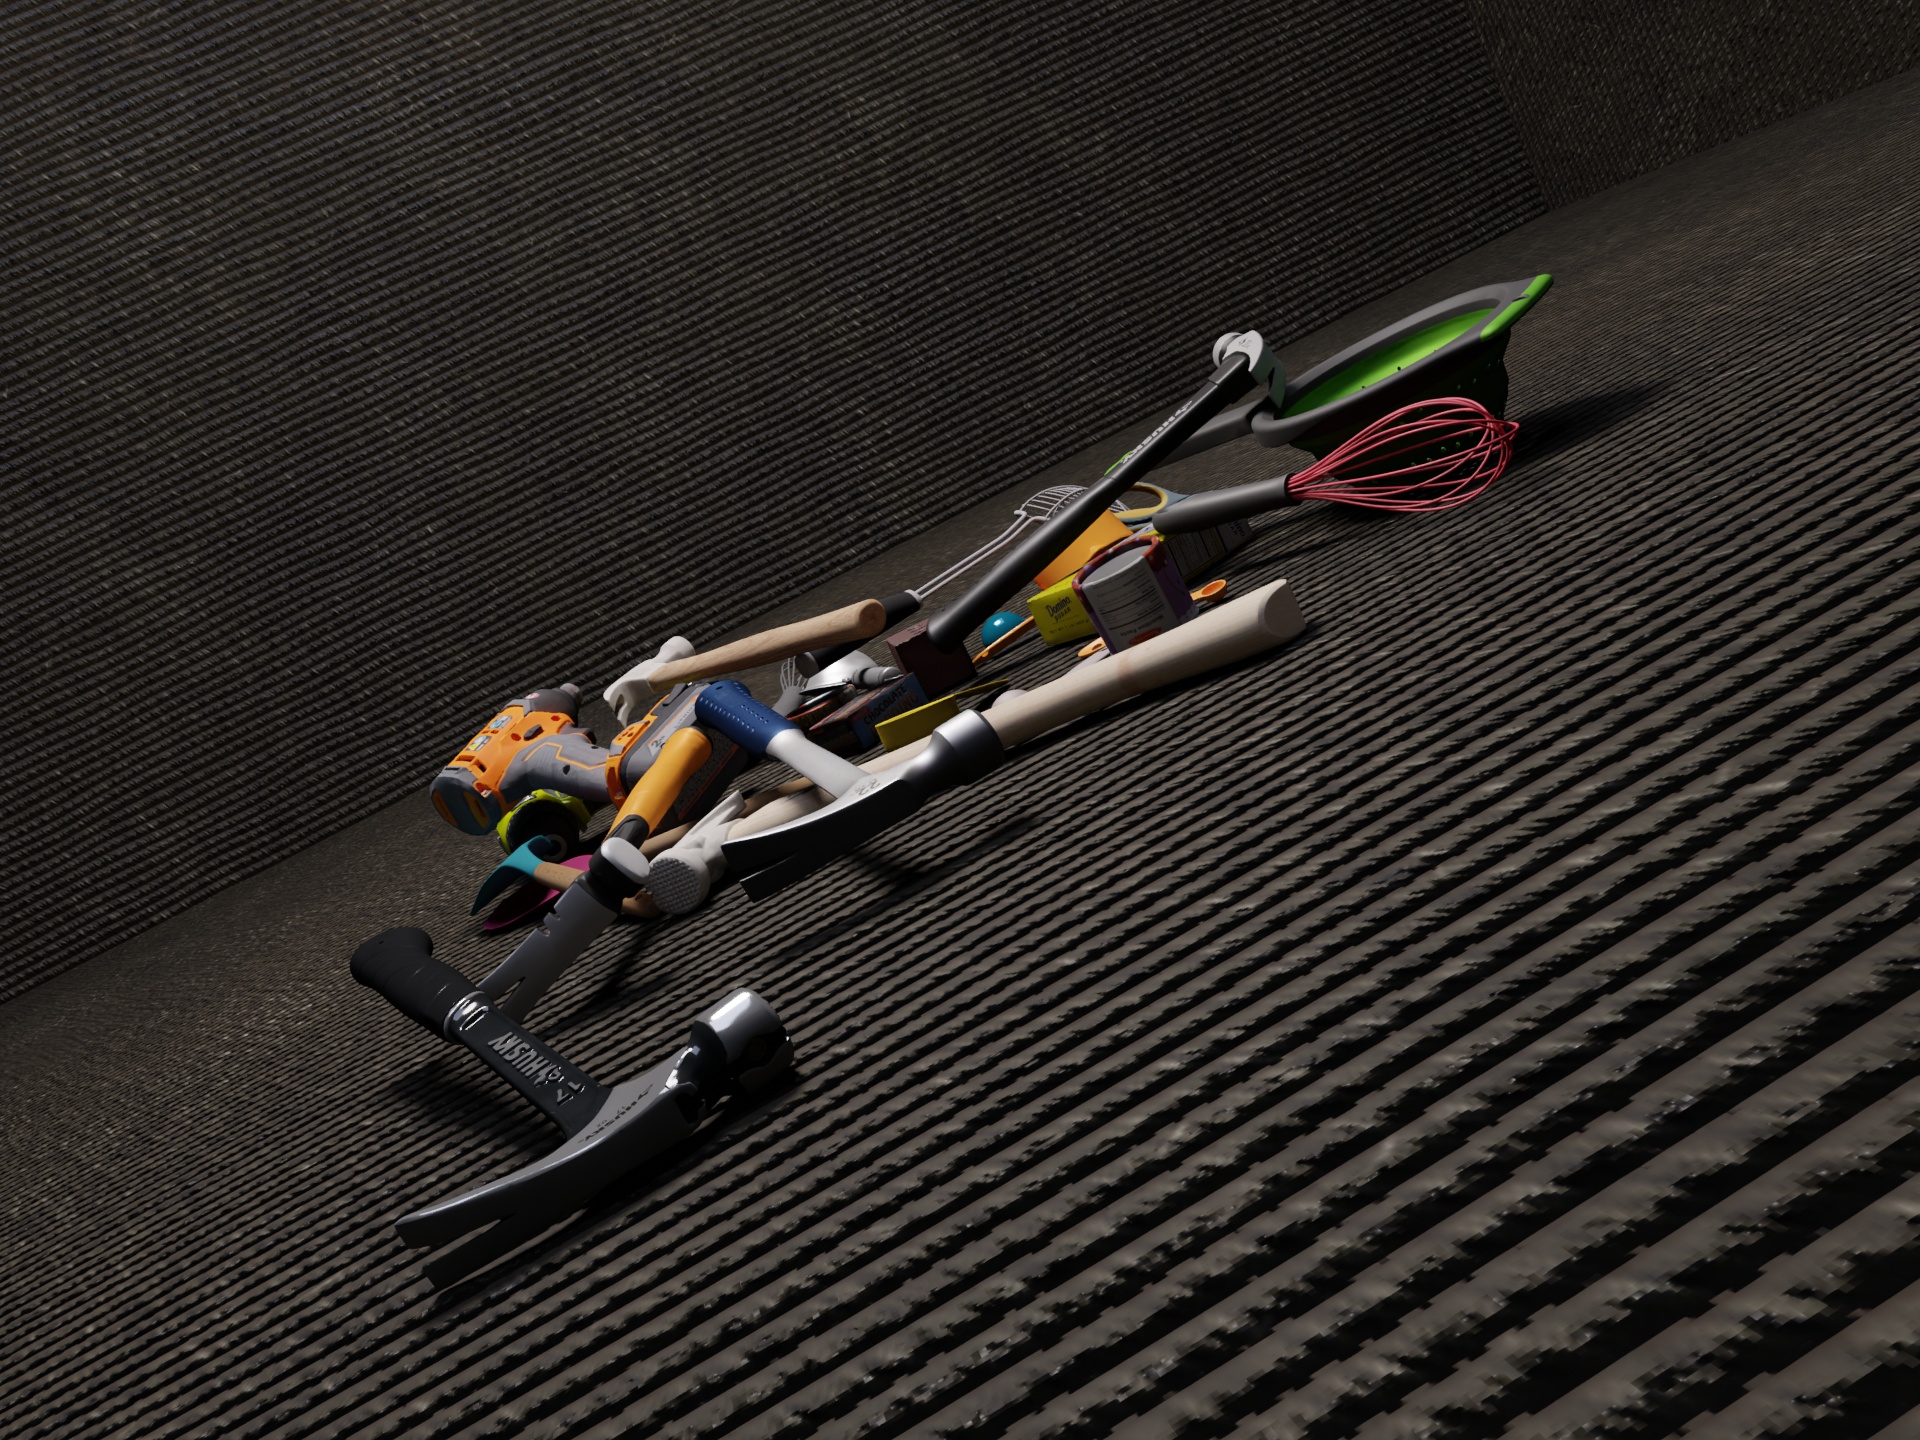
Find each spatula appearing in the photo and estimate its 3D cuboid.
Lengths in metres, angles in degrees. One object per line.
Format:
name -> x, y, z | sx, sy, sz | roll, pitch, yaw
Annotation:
spatula -> -0.273, 0.116, 1.109 | 0.082, 0.044, 0.318 | -42, 24, -26

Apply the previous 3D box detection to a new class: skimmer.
skimmer -> 0.013, -0.110, 1.400 | 0.363, 0.090, 0.127 | -34, 33, -26

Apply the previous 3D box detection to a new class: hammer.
hammer -> 0.106, -0.167, 1.195 | 0.335, 0.035, 0.146 | -41, 17, 9
hammer -> -0.108, 0.018, 0.954 | 0.144, 0.035, 0.406 | -30, 16, -14
hammer -> -0.186, -0.053, 1.331 | 0.331, 0.031, 0.130 | -12, 24, 44
hammer -> -0.226, 0.145, 0.734 | 0.149, 0.036, 0.409 | -34, 19, -26
hammer -> -0.210, 0.074, 0.995 | 0.127, 0.034, 0.337 | -47, 9, 13
hammer -> 0.008, 0.009, 0.953 | 0.410, 0.038, 0.146 | -23, 9, 17

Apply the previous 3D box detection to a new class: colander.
colander -> 0.268, -0.208, 1.197 | 0.397, 0.094, 0.204 | -14, 21, 49

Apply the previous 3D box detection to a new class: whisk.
whisk -> -0.156, -0.018, 1.490 | 0.055, 0.055, 0.239 | -25, 15, 11
whisk -> 0.242, -0.160, 1.075 | 0.073, 0.073, 0.296 | -34, 17, -37

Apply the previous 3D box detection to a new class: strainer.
strainer -> -0.085, -0.038, 1.373 | 0.087, 0.050, 0.258 | -9, 4, -17

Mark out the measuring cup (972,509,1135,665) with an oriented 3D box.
measuring cup -> 0.065, -0.114, 1.317 | 0.173, 0.052, 0.095 | -37, -16, -7

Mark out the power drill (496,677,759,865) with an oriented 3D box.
power drill -> -0.292, 0.054, 1.376 | 0.228, 0.080, 0.191 | -32, 15, -16

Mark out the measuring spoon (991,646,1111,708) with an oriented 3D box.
measuring spoon -> 0.063, -0.030, 1.055 | 0.124, 0.018, 0.034 | -33, 12, -36

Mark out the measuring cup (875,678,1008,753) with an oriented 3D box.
measuring cup -> -0.002, -0.004, 1.098 | 0.062, 0.029, 0.156 | -20, 0, 31

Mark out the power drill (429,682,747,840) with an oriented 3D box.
power drill -> -0.288, 0.023, 1.262 | 0.226, 0.084, 0.164 | 0, 36, 27

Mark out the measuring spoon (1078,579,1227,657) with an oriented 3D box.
measuring spoon -> 0.133, -0.067, 1.098 | 0.117, 0.011, 0.021 | -26, 21, 23

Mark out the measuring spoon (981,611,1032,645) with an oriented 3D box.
measuring spoon -> 0.072, -0.104, 1.391 | 0.128, 0.021, 0.042 | -29, 11, -9

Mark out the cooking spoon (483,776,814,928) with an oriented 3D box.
cooking spoon -> -0.222, 0.094, 1.151 | 0.319, 0.017, 0.069 | -22, 22, 24
